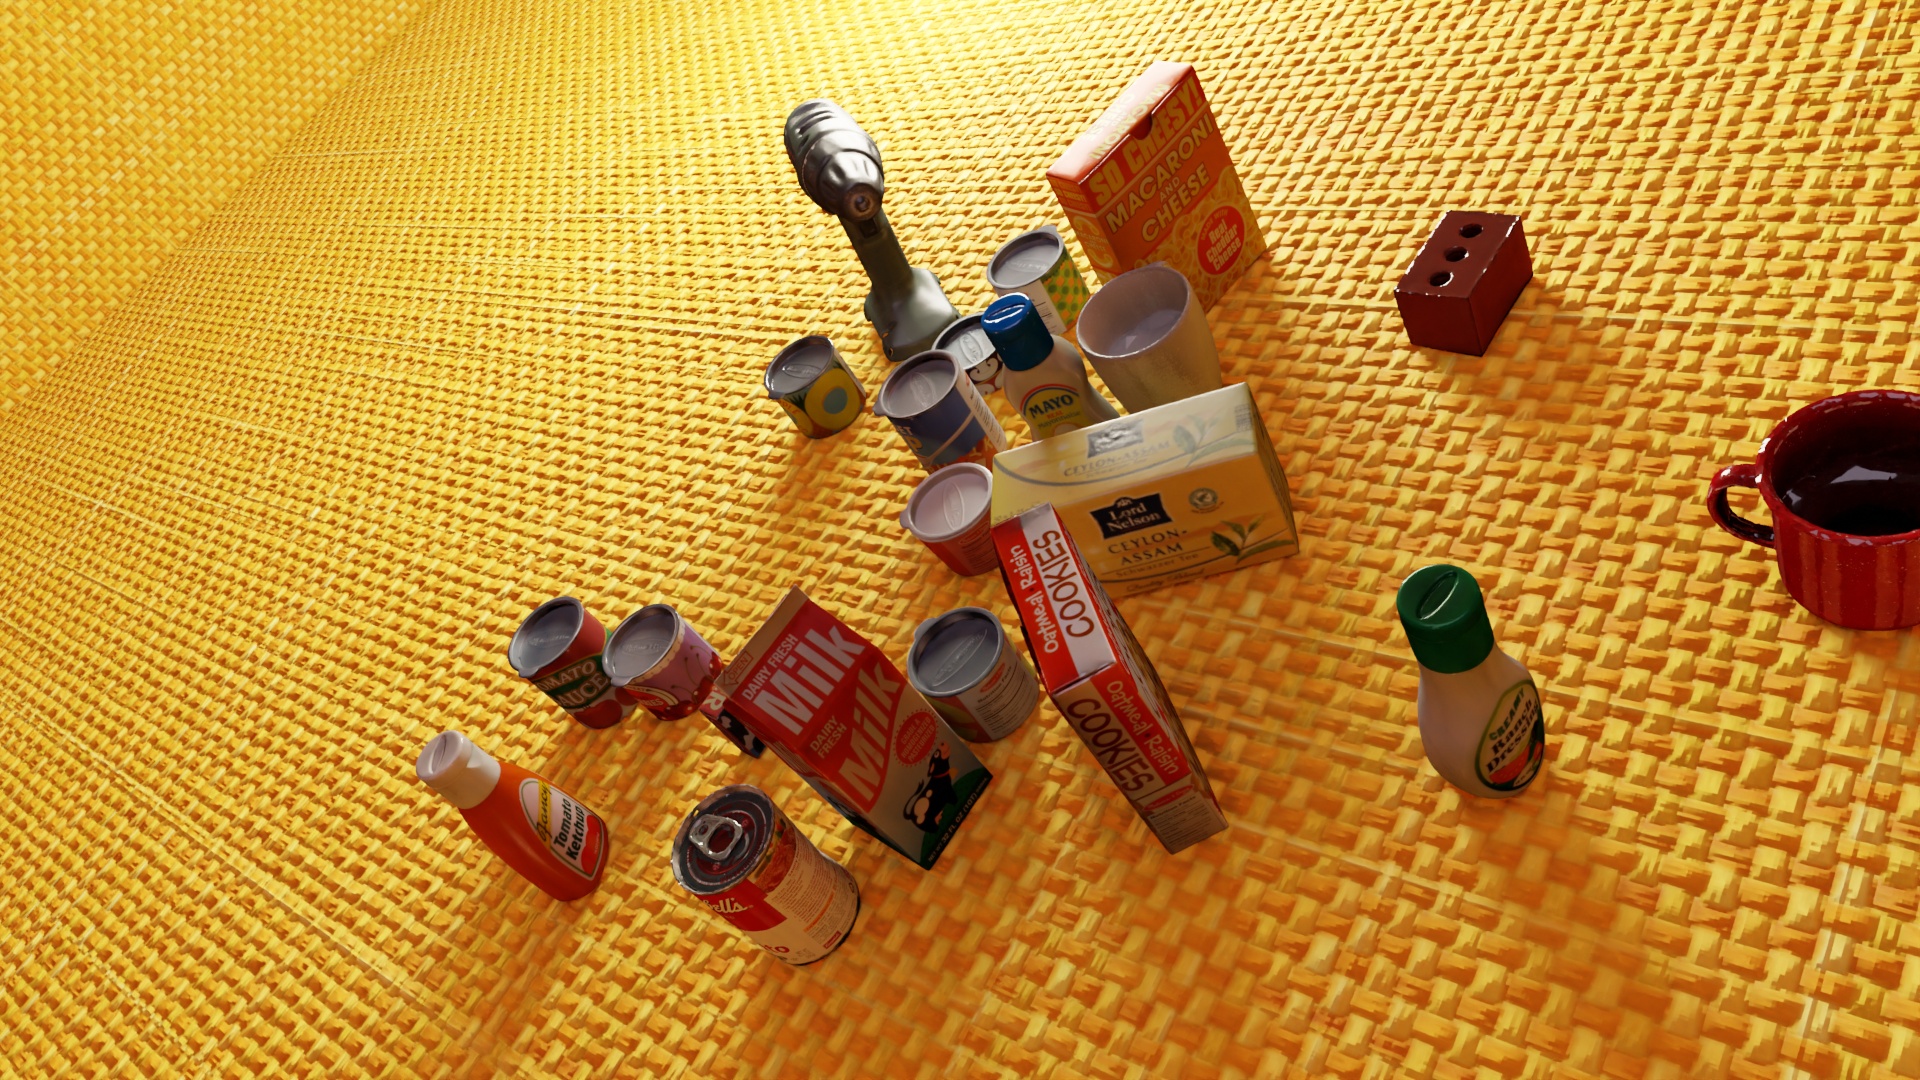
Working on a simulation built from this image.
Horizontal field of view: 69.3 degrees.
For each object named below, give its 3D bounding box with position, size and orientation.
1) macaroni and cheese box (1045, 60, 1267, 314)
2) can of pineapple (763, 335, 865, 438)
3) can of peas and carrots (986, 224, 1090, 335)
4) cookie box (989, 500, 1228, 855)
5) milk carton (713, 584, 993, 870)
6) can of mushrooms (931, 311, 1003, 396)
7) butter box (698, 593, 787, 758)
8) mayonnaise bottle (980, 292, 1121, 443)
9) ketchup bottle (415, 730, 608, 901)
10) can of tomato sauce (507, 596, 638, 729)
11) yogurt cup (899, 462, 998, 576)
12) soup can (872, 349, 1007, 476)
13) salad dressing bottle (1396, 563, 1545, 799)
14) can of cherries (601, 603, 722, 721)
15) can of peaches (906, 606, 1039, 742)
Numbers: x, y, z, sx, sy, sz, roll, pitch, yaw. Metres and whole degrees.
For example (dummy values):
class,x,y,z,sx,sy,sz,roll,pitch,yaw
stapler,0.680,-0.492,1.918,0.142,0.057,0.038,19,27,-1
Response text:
class,x,y,z,sx,sy,sz,roll,pitch,yaw
macaroni and cheese box,0.144,-0.233,0.987,0.124,0.166,0.040,-48,43,-13
can of pineapple,-0.121,-0.125,1.144,0.071,0.057,0.071,-18,44,19
can of peas and carrots,0.063,-0.203,1.094,0.071,0.058,0.071,-18,44,19
cookie box,0.079,0.075,0.746,0.040,0.167,0.123,-29,42,9
milk carton,-0.066,0.106,0.796,0.073,0.190,0.072,20,65,43
can of mushrooms,0.010,-0.145,1.094,0.071,0.033,0.071,-18,44,19
butter box,-0.129,0.092,0.953,0.024,0.053,0.104,16,62,42
mayonnaise bottle,0.061,-0.101,0.935,0.064,0.147,0.041,-18,44,19
ketchup bottle,-0.293,0.178,0.910,0.043,0.148,0.065,-21,44,16
can of tomato sauce,-0.283,0.093,1.031,0.071,0.082,0.071,-18,44,19
yogurt cup,0.003,-0.012,0.961,0.072,0.053,0.073,-18,44,19
soup can,-0.014,-0.086,1.019,0.071,0.083,0.072,-18,44,19
salad dressing bottle,0.241,0.068,0.660,0.064,0.147,0.044,-48,43,-13
can of cherries,-0.217,0.091,1.008,0.071,0.058,0.072,-18,44,19
can of peaches,0.007,0.083,0.868,0.071,0.058,0.071,-18,44,19
